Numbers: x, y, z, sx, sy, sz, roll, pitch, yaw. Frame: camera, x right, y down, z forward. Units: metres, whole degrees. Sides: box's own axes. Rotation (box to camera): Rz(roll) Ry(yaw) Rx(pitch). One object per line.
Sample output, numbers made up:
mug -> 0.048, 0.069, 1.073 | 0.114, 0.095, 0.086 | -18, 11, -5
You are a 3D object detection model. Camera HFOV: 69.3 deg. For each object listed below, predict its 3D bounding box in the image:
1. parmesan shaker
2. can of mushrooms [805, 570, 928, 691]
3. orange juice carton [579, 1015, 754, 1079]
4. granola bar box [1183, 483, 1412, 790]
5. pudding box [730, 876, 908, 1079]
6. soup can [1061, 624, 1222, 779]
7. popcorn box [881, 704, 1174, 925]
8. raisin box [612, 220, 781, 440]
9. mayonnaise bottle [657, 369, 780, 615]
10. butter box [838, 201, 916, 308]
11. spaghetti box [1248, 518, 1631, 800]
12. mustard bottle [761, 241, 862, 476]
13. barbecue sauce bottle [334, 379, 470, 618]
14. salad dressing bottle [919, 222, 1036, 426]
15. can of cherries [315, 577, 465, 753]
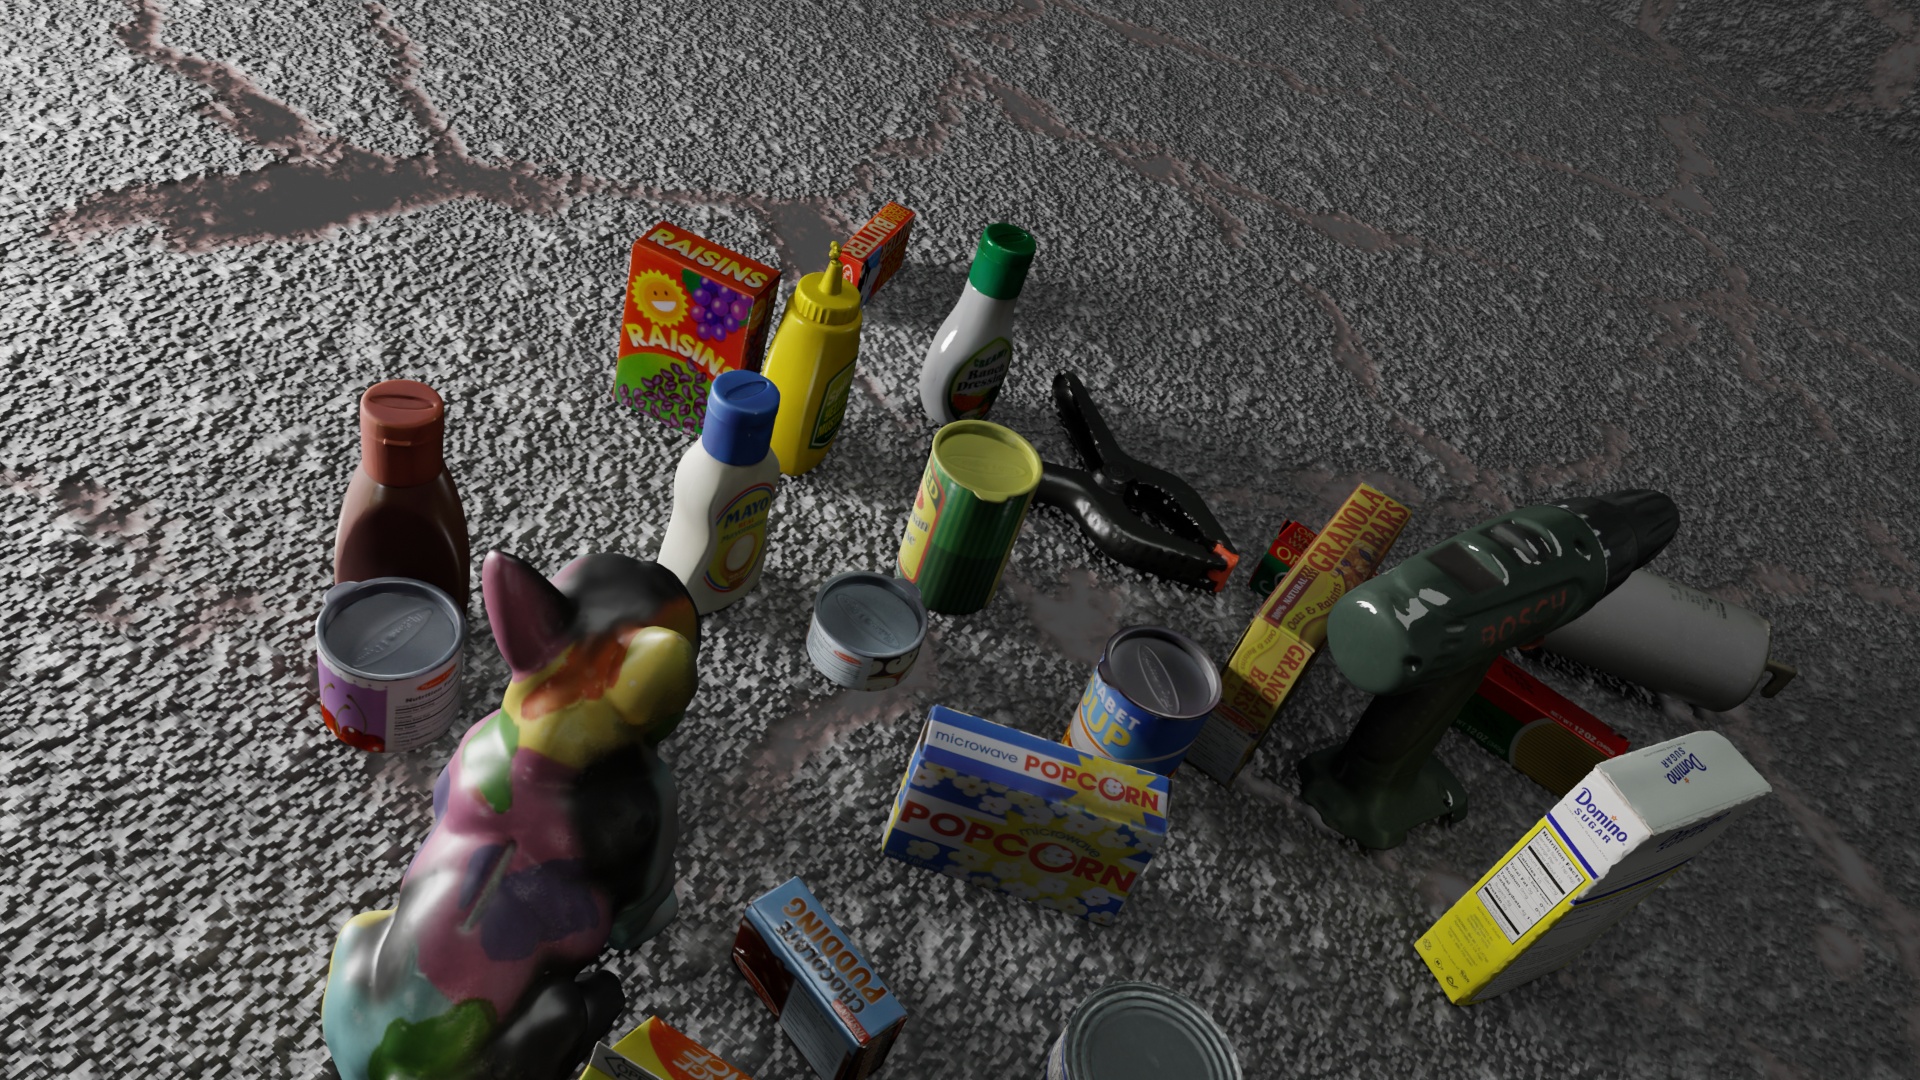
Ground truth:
parmesan shaker -> 0.003, -0.010, 0.832 | 0.071, 0.102, 0.072 | 11, 42, -10
can of mushrooms -> -0.052, 0.051, 0.796 | 0.071, 0.033, 0.071 | 11, 42, -10
orange juice carton -> -0.100, 0.230, 0.463 | 0.072, 0.191, 0.073 | 29, 42, 10
granola bar box -> 0.198, 0.053, 0.823 | 0.039, 0.123, 0.166 | 34, 43, 15
pudding box -> -0.065, 0.198, 0.619 | 0.030, 0.049, 0.084 | -24, 57, -39
soup can -> 0.095, 0.098, 0.765 | 0.071, 0.083, 0.072 | 11, 42, -10
popcorn box -> 0.032, 0.138, 0.695 | 0.127, 0.084, 0.038 | 18, 41, -2
raisin box -> -0.168, -0.128, 0.878 | 0.086, 0.122, 0.040 | 25, 41, 6
mayonnaise bottle -> -0.129, -0.025, 0.762 | 0.041, 0.147, 0.065 | 41, 45, 22
butter box -> -0.069, -0.215, 1.064 | 0.024, 0.052, 0.104 | 25, 41, 6
spaghetti box -> 0.301, 0.076, 0.895 | 0.250, 0.049, 0.029 | 36, 43, 18
mustard bottle -> -0.091, -0.115, 0.865 | 0.049, 0.159, 0.066 | 28, 41, 9
barbecue sauce bottle -> -0.276, -0.011, 0.689 | 0.065, 0.147, 0.044 | 5, 43, -16
salad dressing bottle -> 0.013, -0.145, 0.948 | 0.064, 0.146, 0.044 | -18, 53, -35
can of cherries -> -0.279, 0.060, 0.679 | 0.071, 0.058, 0.072 | 11, 42, -10
